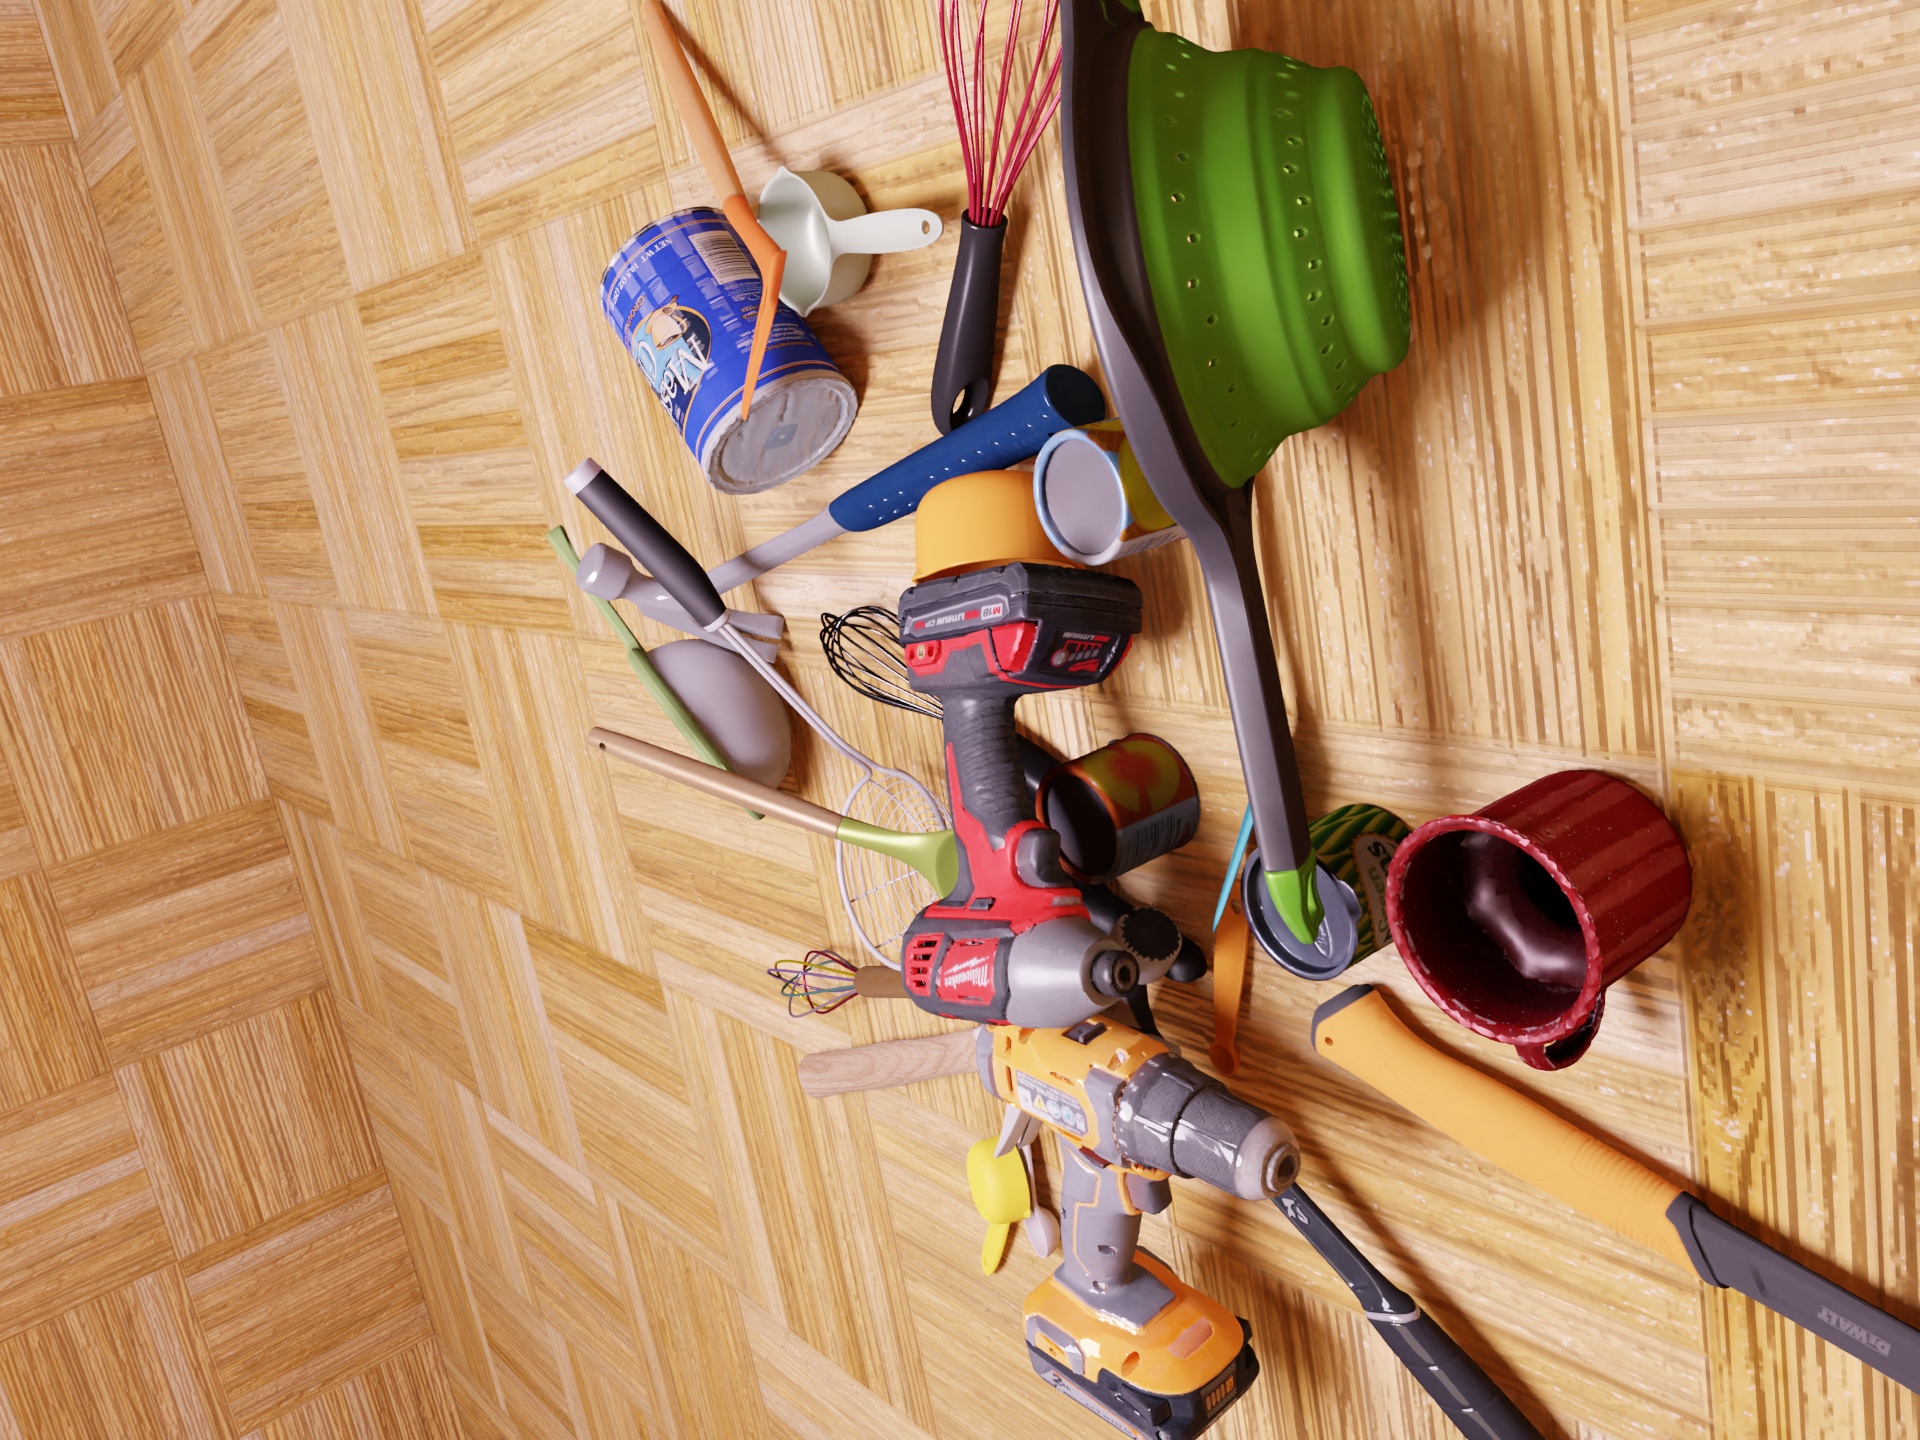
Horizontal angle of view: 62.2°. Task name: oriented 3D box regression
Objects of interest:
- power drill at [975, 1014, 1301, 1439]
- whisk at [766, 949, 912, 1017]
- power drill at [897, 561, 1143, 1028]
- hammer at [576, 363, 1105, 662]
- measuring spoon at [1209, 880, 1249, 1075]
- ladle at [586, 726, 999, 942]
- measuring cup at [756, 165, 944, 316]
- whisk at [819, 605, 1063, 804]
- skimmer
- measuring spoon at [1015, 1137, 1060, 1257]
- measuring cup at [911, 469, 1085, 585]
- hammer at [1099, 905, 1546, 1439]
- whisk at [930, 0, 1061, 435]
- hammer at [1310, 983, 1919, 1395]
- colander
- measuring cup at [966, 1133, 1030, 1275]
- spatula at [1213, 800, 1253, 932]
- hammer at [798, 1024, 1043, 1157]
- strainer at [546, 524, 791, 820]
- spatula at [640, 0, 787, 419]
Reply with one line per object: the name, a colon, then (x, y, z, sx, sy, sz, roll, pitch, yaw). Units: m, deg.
power drill: (0.098, 0.261, 0.815, 0.185, 0.084, 0.226, 14, 120, 47)
whisk: (-0.071, 0.183, 1.104, 0.245, 0.051, 0.047, -16, 90, 60)
power drill: (0.031, 0.040, 0.778, 0.143, 0.078, 0.220, -6, 82, 52)
hammer: (-0.068, -0.115, 0.931, 0.405, 0.144, 0.035, -18, 56, 48)
measuring spoon: (0.144, 0.136, 0.840, 0.021, 0.011, 0.116, 26, 123, 47)
ladle: (-0.098, 0.061, 0.932, 0.320, 0.062, 0.078, 18, 123, 23)
measuring cup: (-0.052, -0.268, 0.876, 0.168, 0.038, 0.083, 14, 118, 48)
whisk: (-0.002, -0.002, 0.938, 0.239, 0.055, 0.055, 37, 135, 32)
skimmer: (-0.122, 0.002, 0.963, 0.363, 0.090, 0.127, 48, 146, -19)
measuring spoon: (0.049, 0.292, 1.047, 0.034, 0.018, 0.124, -175, 75, -68)
measuring cup: (0.008, -0.089, 0.859, 0.173, 0.095, 0.052, 151, 117, -71)
hammer: (0.197, 0.280, 0.793, 0.409, 0.036, 0.149, 47, 143, 22)
whisk: (0.014, -0.262, 0.772, 0.073, 0.073, 0.295, 45, 144, 31)
hammer: (0.285, 0.209, 0.662, 0.337, 0.034, 0.127, 29, 128, 44)
colander: (0.134, -0.102, 0.621, 0.094, 0.204, 0.397, -8, 104, 23)
measuring cup: (0.017, 0.341, 1.089, 0.156, 0.029, 0.062, 100, 154, -43)
spatula: (0.110, -0.062, 0.727, 0.044, 0.082, 0.317, -9, 105, 20)
hammer: (-0.035, 0.240, 1.110, 0.331, 0.031, 0.130, -28, 76, 57)
strainer: (-0.195, -0.049, 1.126, 0.256, 0.069, 0.151, 53, 175, 6)
spatula: (-0.146, -0.315, 0.921, 0.323, 0.041, 0.081, 67, 150, 27)
